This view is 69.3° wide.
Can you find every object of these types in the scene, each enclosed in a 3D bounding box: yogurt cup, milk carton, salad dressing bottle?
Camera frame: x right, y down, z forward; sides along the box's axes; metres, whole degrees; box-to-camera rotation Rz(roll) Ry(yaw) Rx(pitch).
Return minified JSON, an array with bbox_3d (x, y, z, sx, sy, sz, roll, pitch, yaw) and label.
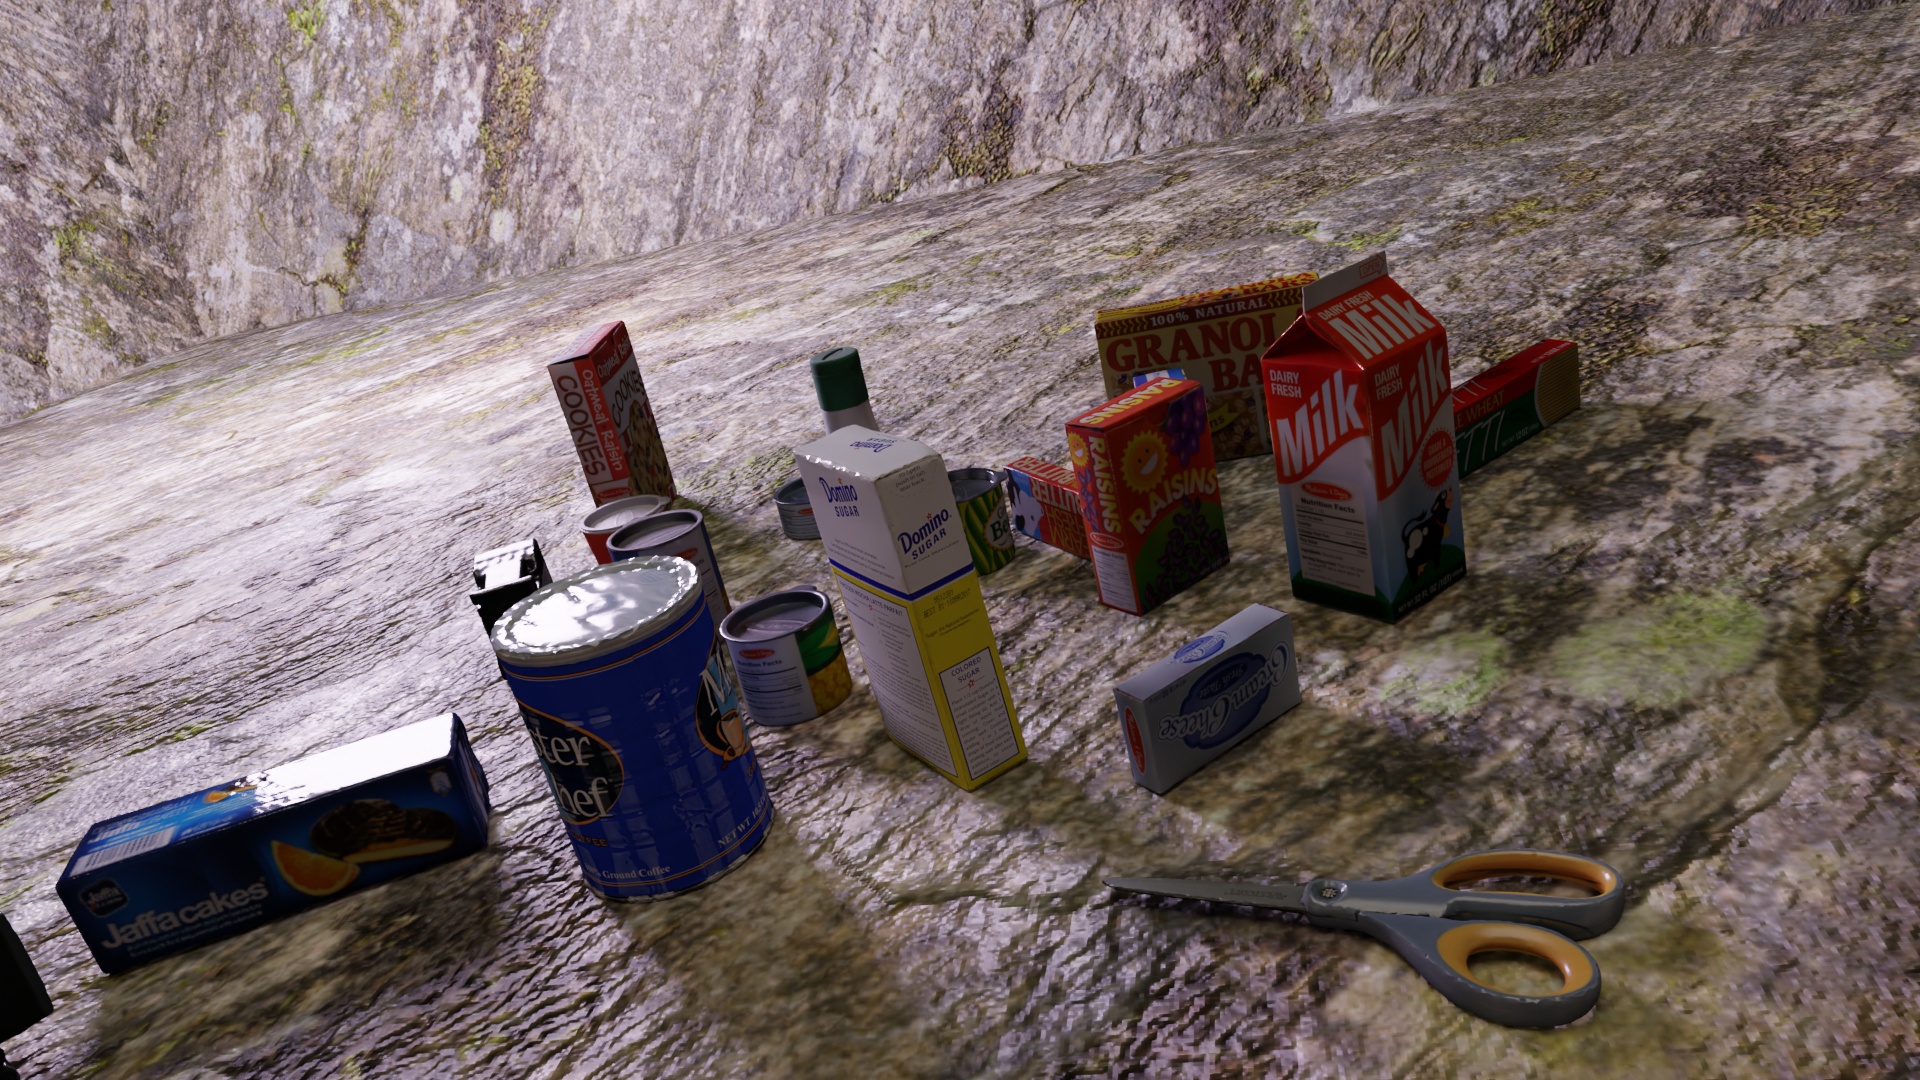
[{"bbox_3d":[-0.257,0.001,1.086,0.072,0.053,0.073,-11,22,5],"label":"yogurt cup"},{"bbox_3d":[0.224,-0.059,0.773,0.072,0.189,0.073,-27,25,-30],"label":"milk carton"},{"bbox_3d":[-0.076,-0.067,1.024,0.044,0.147,0.064,-2,24,26],"label":"salad dressing bottle"}]

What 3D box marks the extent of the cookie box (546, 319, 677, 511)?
[{"bbox_3d":[-0.291,-0.091,1.179,0.040,0.166,0.123,-12,22,4],"label":"cookie box"}]

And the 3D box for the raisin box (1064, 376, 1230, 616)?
[{"bbox_3d":[0.116,-0.028,0.850,0.086,0.123,0.040,-27,25,-31],"label":"raisin box"}]

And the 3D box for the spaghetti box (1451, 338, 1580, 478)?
[{"bbox_3d":[0.333,-0.072,0.932,0.251,0.050,0.029,-26,25,-29],"label":"spaghetti box"}]

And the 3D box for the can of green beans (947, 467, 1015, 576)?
[{"bbox_3d":[0.001,-0.012,0.964,0.071,0.057,0.071,-11,22,5],"label":"can of green beans"}]

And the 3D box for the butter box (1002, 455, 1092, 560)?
[{"bbox_3d":[0.070,-0.022,0.957,0.024,0.053,0.103,-24,24,-24],"label":"butter box"}]

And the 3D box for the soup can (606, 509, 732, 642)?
[{"bbox_3d":[-0.196,0.029,0.943,0.071,0.083,0.071,-12,22,5],"label":"soup can"}]

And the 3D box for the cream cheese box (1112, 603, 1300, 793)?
[{"bbox_3d":[0.123,0.076,0.685,0.104,0.053,0.024,-26,25,-29],"label":"cream cheese box"}]

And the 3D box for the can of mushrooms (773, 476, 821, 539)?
[{"bbox_3d":[-0.111,-0.029,1.104,0.071,0.033,0.071,-11,22,5],"label":"can of mushrooms"}]

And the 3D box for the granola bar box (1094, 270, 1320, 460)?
[{"bbox_3d":[0.192,-0.124,1.038,0.165,0.123,0.039,-9,22,12],"label":"granola bar box"}]

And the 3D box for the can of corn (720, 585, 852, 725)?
[{"bbox_3d":[-0.102,0.068,0.828,0.071,0.058,0.071,-11,22,5],"label":"can of corn"}]

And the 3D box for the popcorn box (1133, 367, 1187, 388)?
[{"bbox_3d":[0.150,-0.061,0.963,0.038,0.085,0.127,-11,22,7],"label":"popcorn box"}]
